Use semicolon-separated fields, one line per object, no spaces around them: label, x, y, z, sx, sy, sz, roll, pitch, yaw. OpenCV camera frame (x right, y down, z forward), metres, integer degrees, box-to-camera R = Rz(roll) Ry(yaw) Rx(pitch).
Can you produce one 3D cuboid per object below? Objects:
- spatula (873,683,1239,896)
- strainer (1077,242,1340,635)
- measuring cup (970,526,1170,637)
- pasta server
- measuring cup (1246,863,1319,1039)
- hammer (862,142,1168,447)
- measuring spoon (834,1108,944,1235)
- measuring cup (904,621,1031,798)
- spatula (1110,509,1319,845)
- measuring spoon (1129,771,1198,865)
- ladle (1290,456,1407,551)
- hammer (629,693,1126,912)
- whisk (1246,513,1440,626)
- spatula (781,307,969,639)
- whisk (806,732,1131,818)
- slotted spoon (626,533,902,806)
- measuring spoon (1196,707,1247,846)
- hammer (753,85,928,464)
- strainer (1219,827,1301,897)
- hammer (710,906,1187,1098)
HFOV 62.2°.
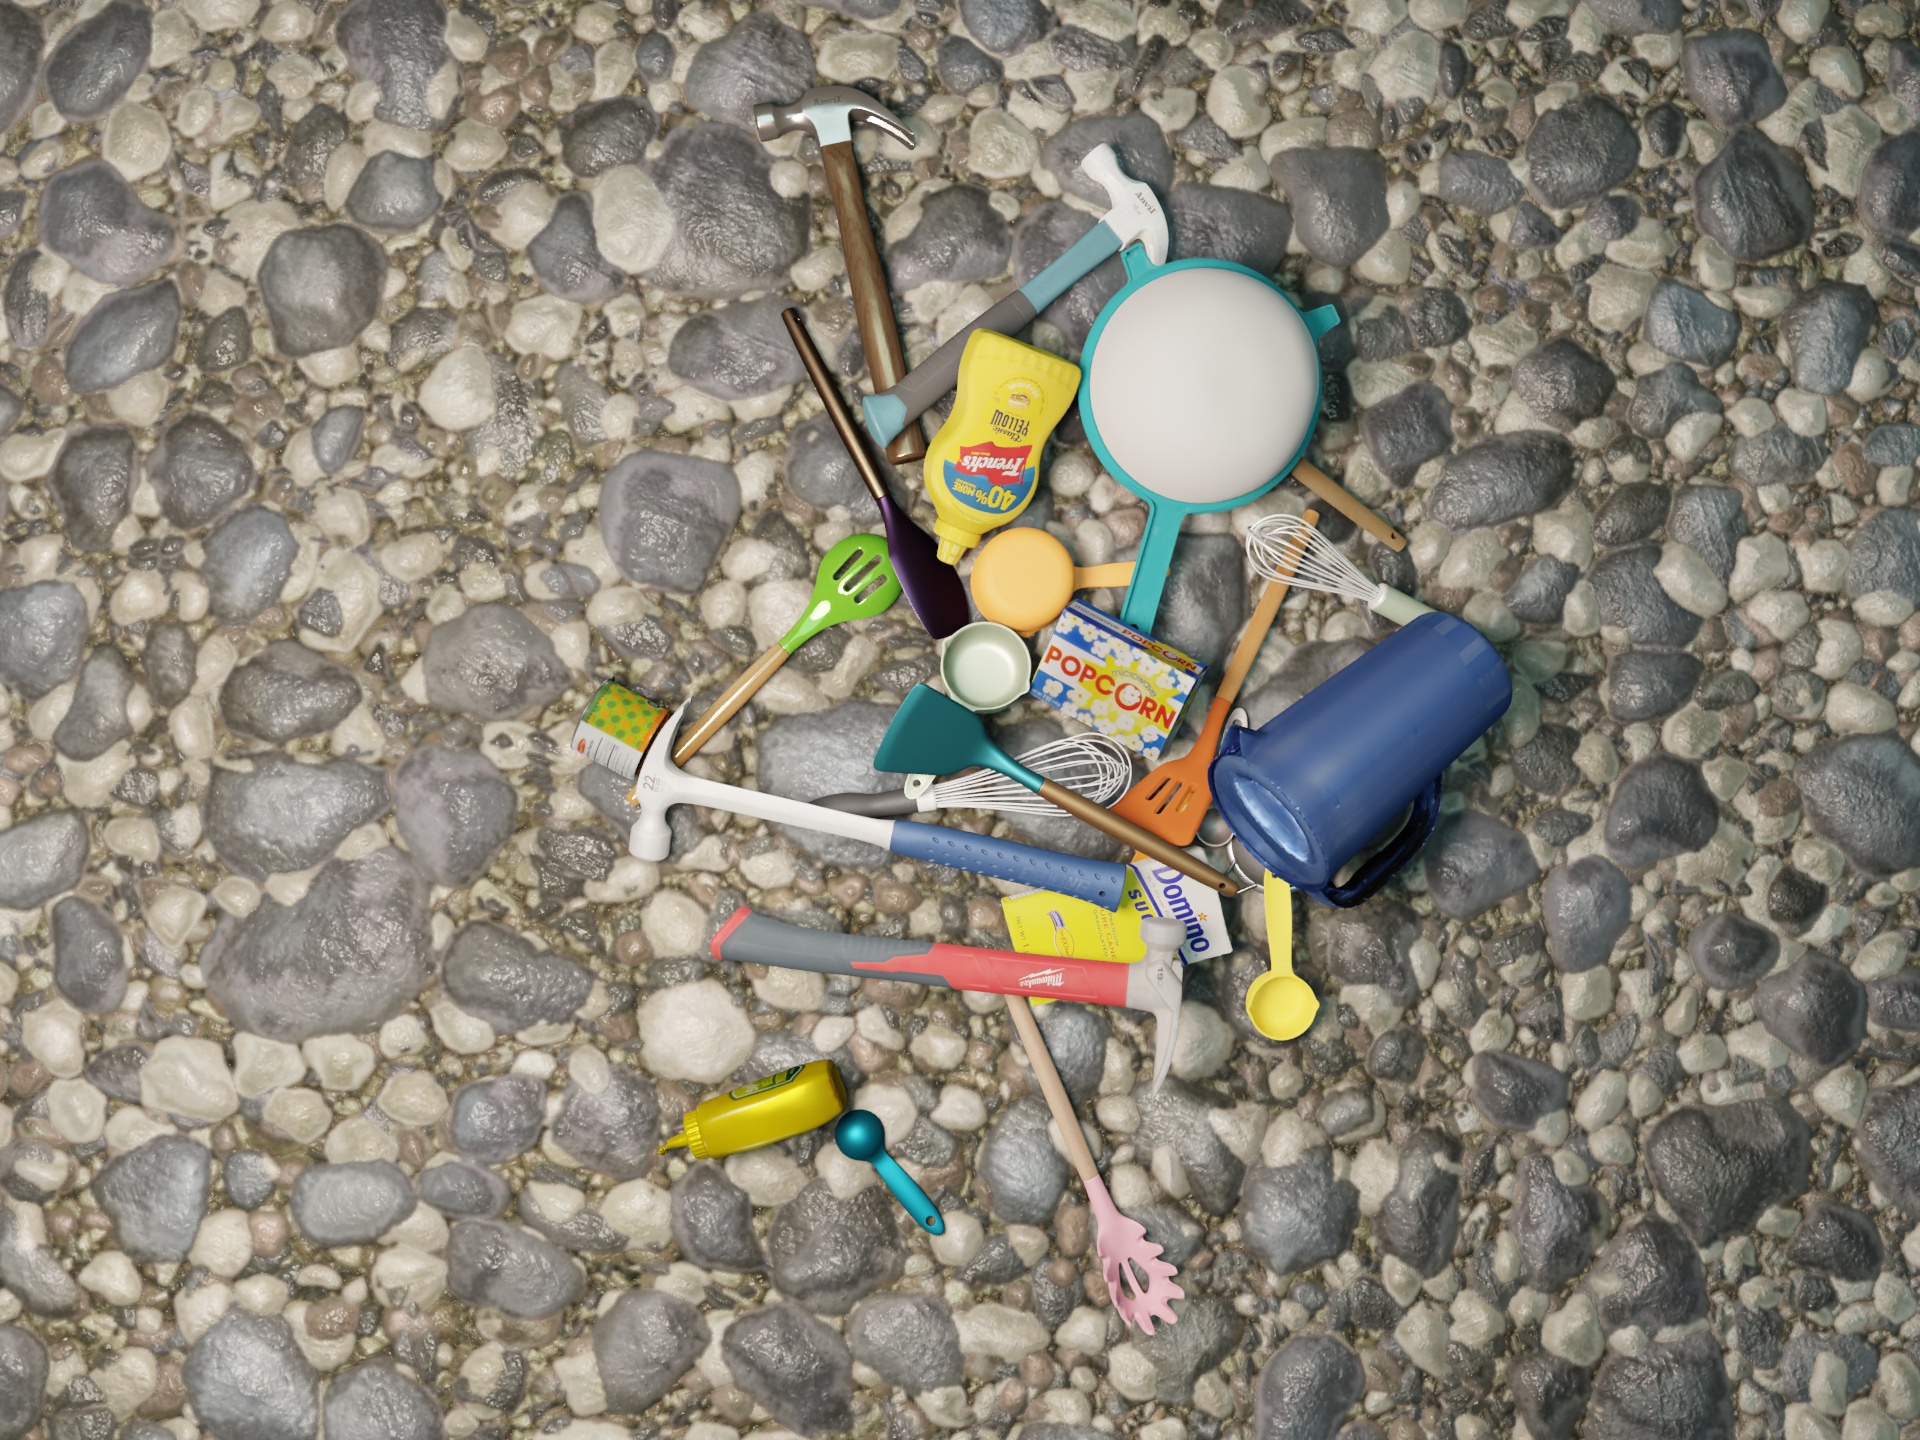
spatula;0.086;0.070;1.284;0.317;0.044;0.082;28;107;-4
strainer;0.190;-0.214;1.300;0.211;0.095;0.340;15;93;-9
measuring cup;0.096;-0.124;1.351;0.173;0.052;0.095;-5;87;-2
pasta server;0.101;0.357;1.331;0.060;0.040;0.316;-22;87;-17
measuring cup;0.267;0.191;1.344;0.062;0.029;0.156;-4;95;-3
hammer;0.045;-0.349;1.356;0.331;0.033;0.128;-41;92;-12
measuring spoon;-0.056;0.381;1.327;0.042;0.021;0.128;-40;88;-5
measuring cup;-0.002;-0.004;1.338;0.083;0.038;0.167;30;79;3
spatula;0.233;-0.041;1.359;0.081;0.041;0.322;21;81;35
measuring spoon;0.174;0.095;1.366;0.021;0.011;0.117;32;89;-4
ladle;0.255;-0.243;1.381;0.320;0.062;0.078;35;78;-8
hammer;-0.065;0.086;1.297;0.405;0.035;0.144;13;110;2
whisk;0.349;-0.110;1.358;0.246;0.059;0.057;25;112;-13
spatula;-0.076;-0.214;1.361;0.060;0.018;0.316;-25;85;-36
whisk;0.003;0.059;1.337;0.284;0.070;0.070;-8;87;0
slotted spoon;-0.166;-0.041;1.345;0.314;0.031;0.070;-45;93;-3
measuring spoon;0.228;0.049;1.371;0.034;0.018;0.124;14;79;1
hammer;-0.079;-0.384;1.368;0.130;0.031;0.331;-13;88;-4
strainer;0.321;0.063;1.362;0.258;0.050;0.087;-39;77;-8
hammer;-0.014;0.216;1.301;0.386;0.038;0.143;5;93;7
